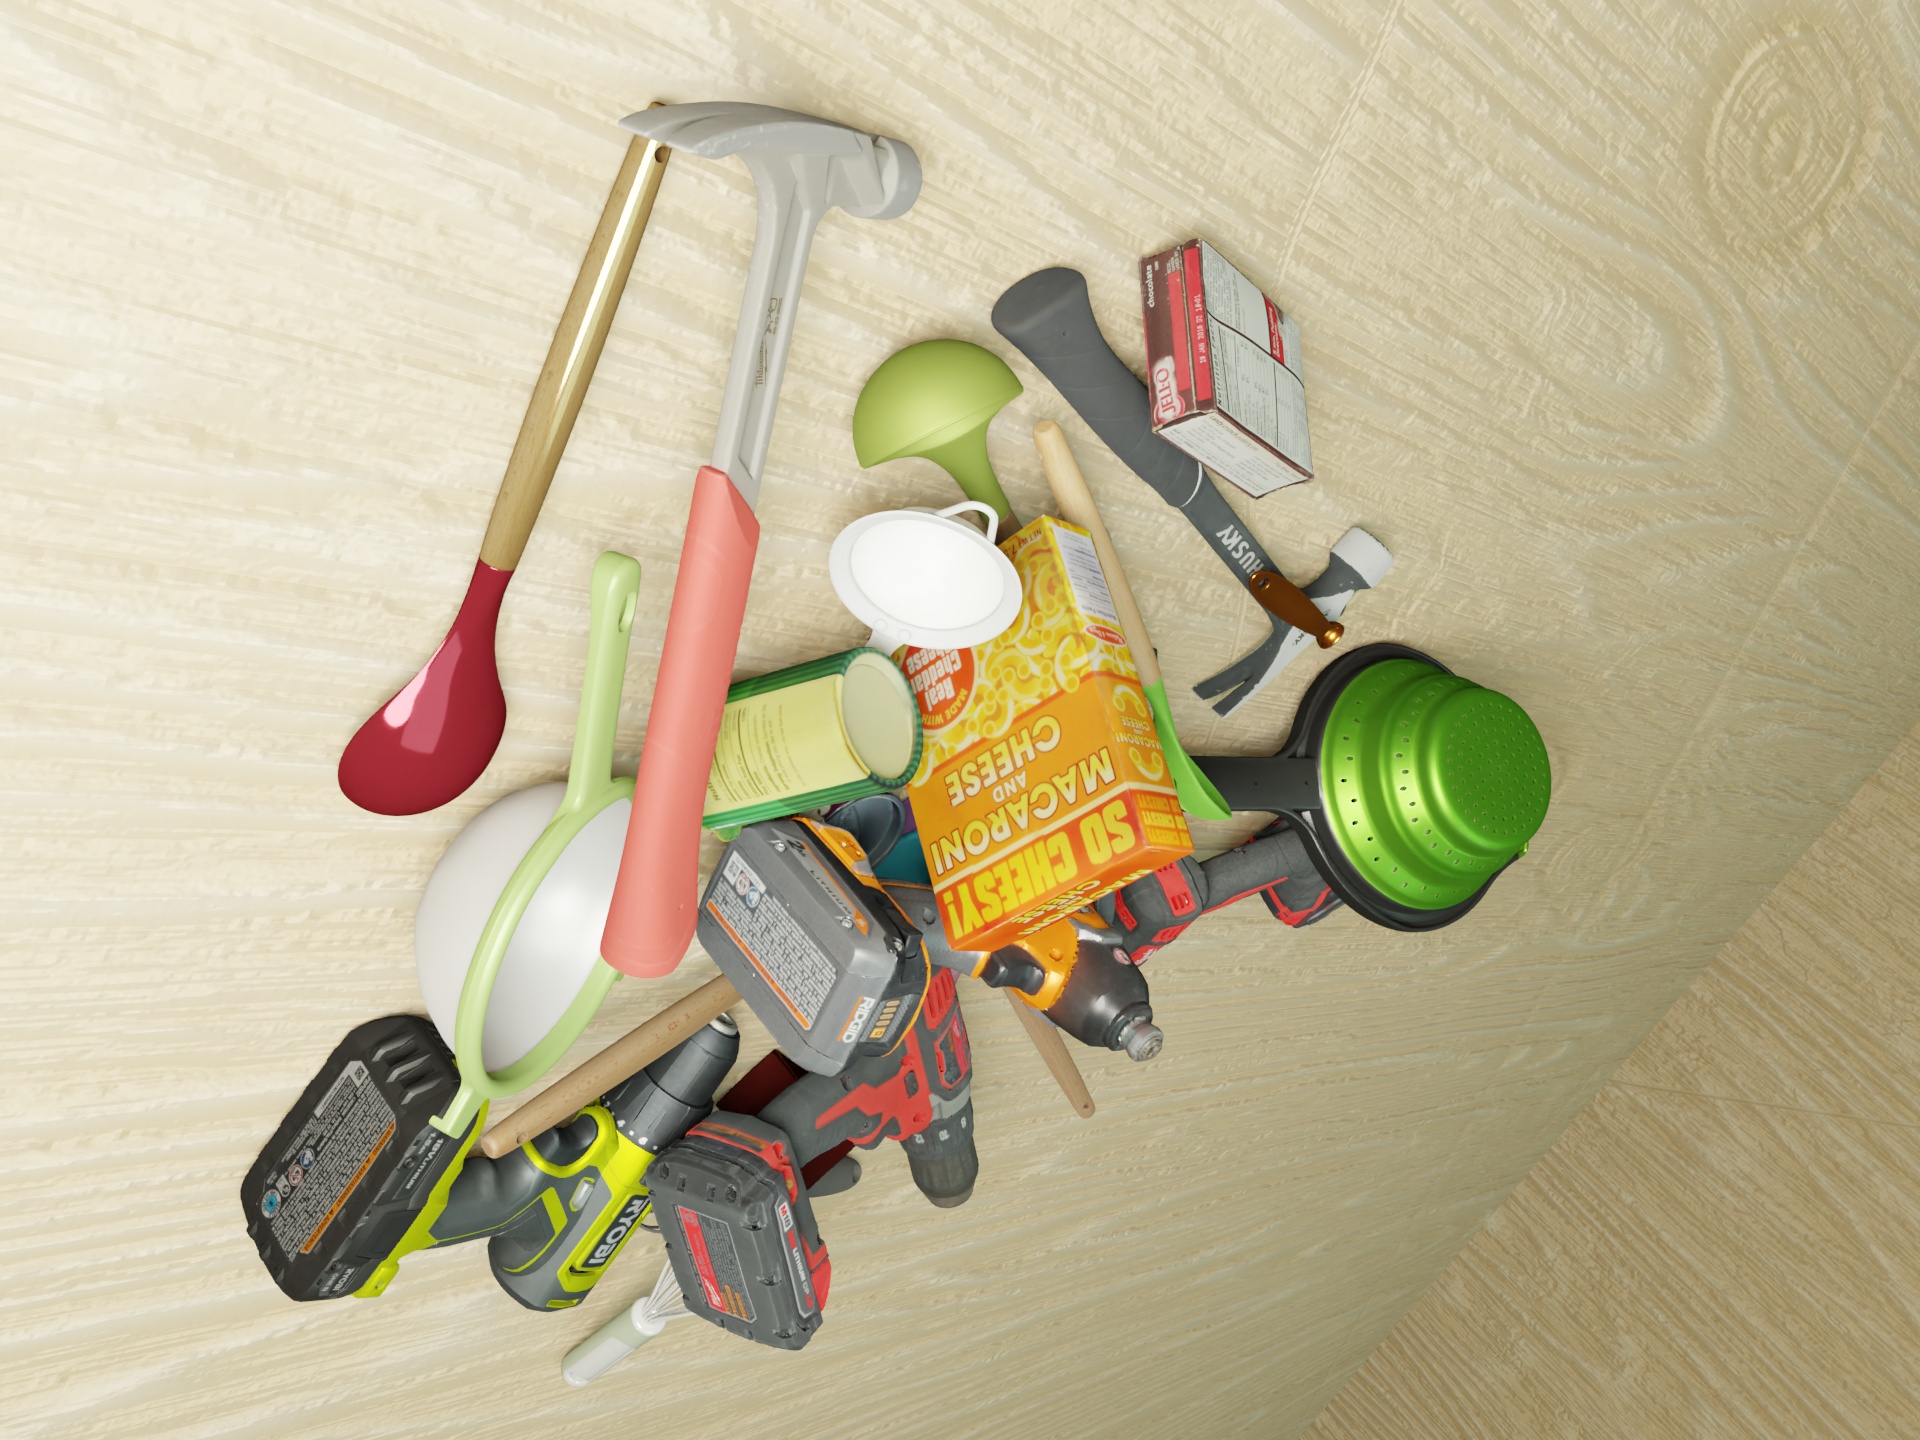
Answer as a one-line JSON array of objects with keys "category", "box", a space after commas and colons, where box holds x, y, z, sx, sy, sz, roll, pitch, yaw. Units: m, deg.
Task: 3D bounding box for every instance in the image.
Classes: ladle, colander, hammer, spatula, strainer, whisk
[{"category": "ladle", "box": [-0.169, -0.084, 0.612, 0.069, 0.031, 0.315, -2, 126, -51]}, {"category": "colander", "box": [0.258, 0.037, 1.043, 0.397, 0.204, 0.094, 1, 169, -28]}, {"category": "hammer", "box": [0.124, -0.119, 0.866, 0.149, 0.036, 0.408, -47, 145, 7]}, {"category": "spatula", "box": [0.027, 0.157, 1.000, 0.060, 0.018, 0.315, -36, 127, -10]}, {"category": "strainer", "box": [-0.044, -0.028, 0.748, 0.086, 0.050, 0.258, 25, 134, -13]}, {"category": "spatula", "box": [-0.113, 0.143, 0.837, 0.317, 0.044, 0.082, -30, 128, -45]}, {"category": "whisk", "box": [-0.134, 0.297, 1.033, 0.055, 0.055, 0.238, -51, 150, 10]}, {"category": "ladle", "box": [0.029, -0.081, 0.791, 0.078, 0.062, 0.319, -25, 149, 8]}, {"category": "hammer", "box": [-0.102, -0.051, 0.621, 0.149, 0.037, 0.359, -27, 138, -58]}, {"category": "strainer", "box": [-0.184, 0.039, 0.678, 0.151, 0.069, 0.256, -47, 156, -61]}, {"category": "whisk", "box": [-0.191, 0.371, 0.996, 0.057, 0.059, 0.246, 34, 128, -15]}]

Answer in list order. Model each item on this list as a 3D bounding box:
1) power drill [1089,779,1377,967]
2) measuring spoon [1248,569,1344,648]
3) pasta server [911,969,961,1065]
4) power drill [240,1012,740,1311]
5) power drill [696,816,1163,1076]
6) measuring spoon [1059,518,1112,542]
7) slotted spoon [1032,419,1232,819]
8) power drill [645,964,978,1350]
[{"category": "power drill", "box": [0.180, 0.120, 1.121, 0.219, 0.079, 0.143, -14, 158, -29]}, {"category": "measuring spoon", "box": [0.201, -0.069, 0.956, 0.021, 0.011, 0.116, -48, 141, 14]}, {"category": "pasta server", "box": [0.012, 0.109, 0.999, 0.060, 0.040, 0.316, 7, 117, -49]}, {"category": "power drill", "box": [-0.228, 0.221, 0.827, 0.190, 0.080, 0.228, -54, 147, 6]}, {"category": "power drill", "box": [-0.003, 0.120, 0.812, 0.226, 0.164, 0.084, 7, 118, -47]}, {"category": "measuring spoon", "box": [0.071, -0.075, 0.871, 0.124, 0.034, 0.018, 72, 31, -58]}, {"category": "slotted spoon", "box": [0.092, -0.041, 0.854, 0.031, 0.070, 0.313, -29, 135, 0]}, {"category": "power drill", "box": [-0.065, 0.257, 0.925, 0.227, 0.080, 0.187, -40, 127, -46]}]
